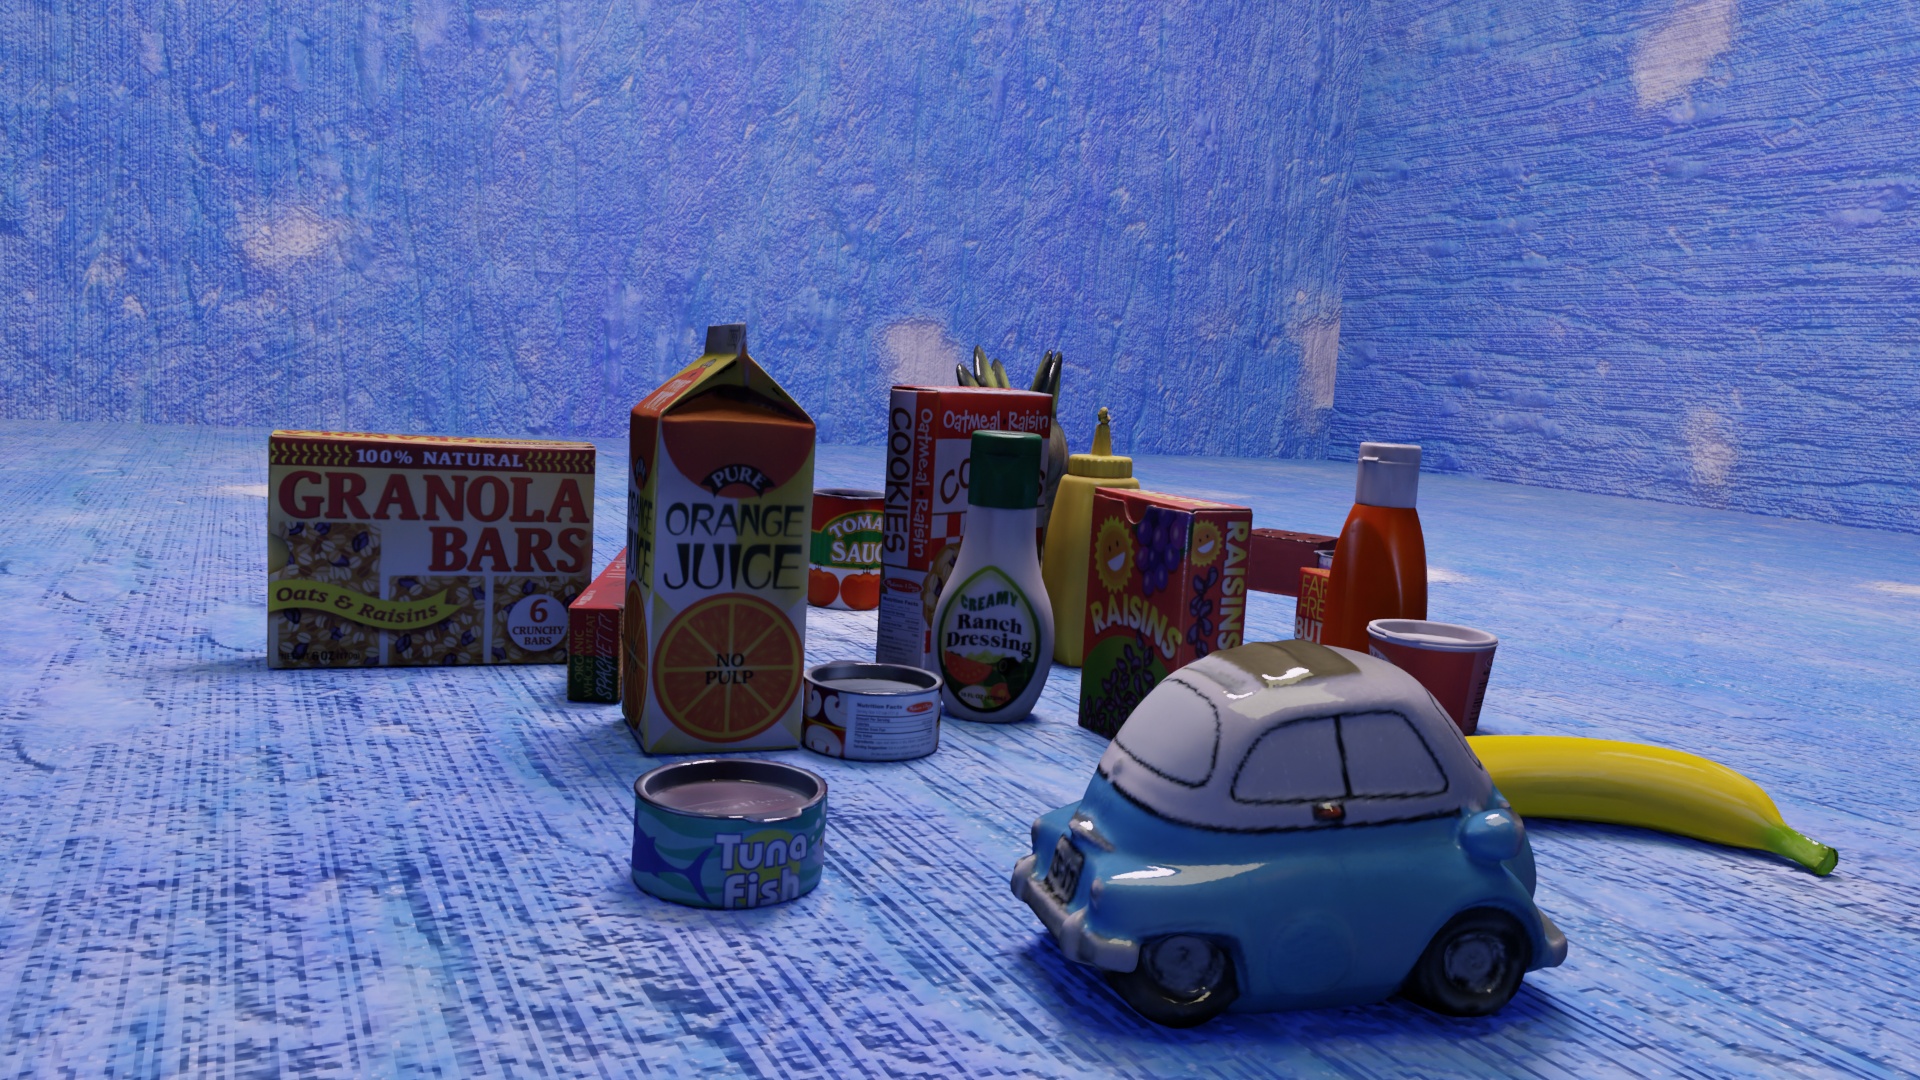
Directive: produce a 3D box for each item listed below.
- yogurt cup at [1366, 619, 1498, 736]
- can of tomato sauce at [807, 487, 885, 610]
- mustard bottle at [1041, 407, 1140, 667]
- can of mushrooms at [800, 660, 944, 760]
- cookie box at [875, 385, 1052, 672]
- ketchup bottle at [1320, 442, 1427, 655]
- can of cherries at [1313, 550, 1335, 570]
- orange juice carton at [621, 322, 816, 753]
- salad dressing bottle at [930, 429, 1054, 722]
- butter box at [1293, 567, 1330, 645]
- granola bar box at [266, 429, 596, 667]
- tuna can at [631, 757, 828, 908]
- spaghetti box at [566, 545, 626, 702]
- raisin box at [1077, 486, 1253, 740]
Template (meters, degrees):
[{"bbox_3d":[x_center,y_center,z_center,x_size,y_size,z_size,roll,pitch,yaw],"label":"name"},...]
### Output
[{"bbox_3d":[0.254,0.075,0.756,0.072,0.054,0.072,4,7,0],"label":"yogurt cup"},{"bbox_3d":[-0.080,0.006,1.022,0.071,0.083,0.071,4,7,0],"label":"can of tomato sauce"},{"bbox_3d":[0.085,-0.003,0.864,0.065,0.160,0.049,1,7,-24],"label":"mustard bottle"},{"bbox_3d":[-0.043,0.079,0.655,0.071,0.033,0.071,4,7,0],"label":"can of mushrooms"},{"bbox_3d":[0.003,-0.011,0.856,0.040,0.167,0.123,8,8,35],"label":"cookie box"},{"bbox_3d":[0.257,0.015,0.854,0.043,0.148,0.065,-1,8,-35],"label":"ketchup bottle"},{"bbox_3d":[0.296,0.040,1.036,0.071,0.058,0.071,4,7,0],"label":"can of cherries"},{"bbox_3d":[-0.113,-0.004,0.644,0.073,0.192,0.072,1,7,-23],"label":"orange juice carton"},{"bbox_3d":[0.019,0.018,0.718,0.064,0.147,0.044,5,7,9],"label":"salad dressing bottle"},{"bbox_3d":[0.270,0.052,0.951,0.024,0.053,0.103,1,8,-24],"label":"butter box"},{"bbox_3d":[-0.287,0.005,0.760,0.166,0.124,0.039,1,7,-21],"label":"granola bar box"},{"bbox_3d":[-0.078,0.100,0.476,0.071,0.032,0.071,4,7,0],"label":"tuna can"},{"bbox_3d":[-0.196,0.041,0.814,0.029,0.050,0.250,3,7,-7],"label":"spaghetti box"},{"bbox_3d":[0.098,0.039,0.679,0.040,0.123,0.086,0,7,-27],"label":"raisin box"}]
